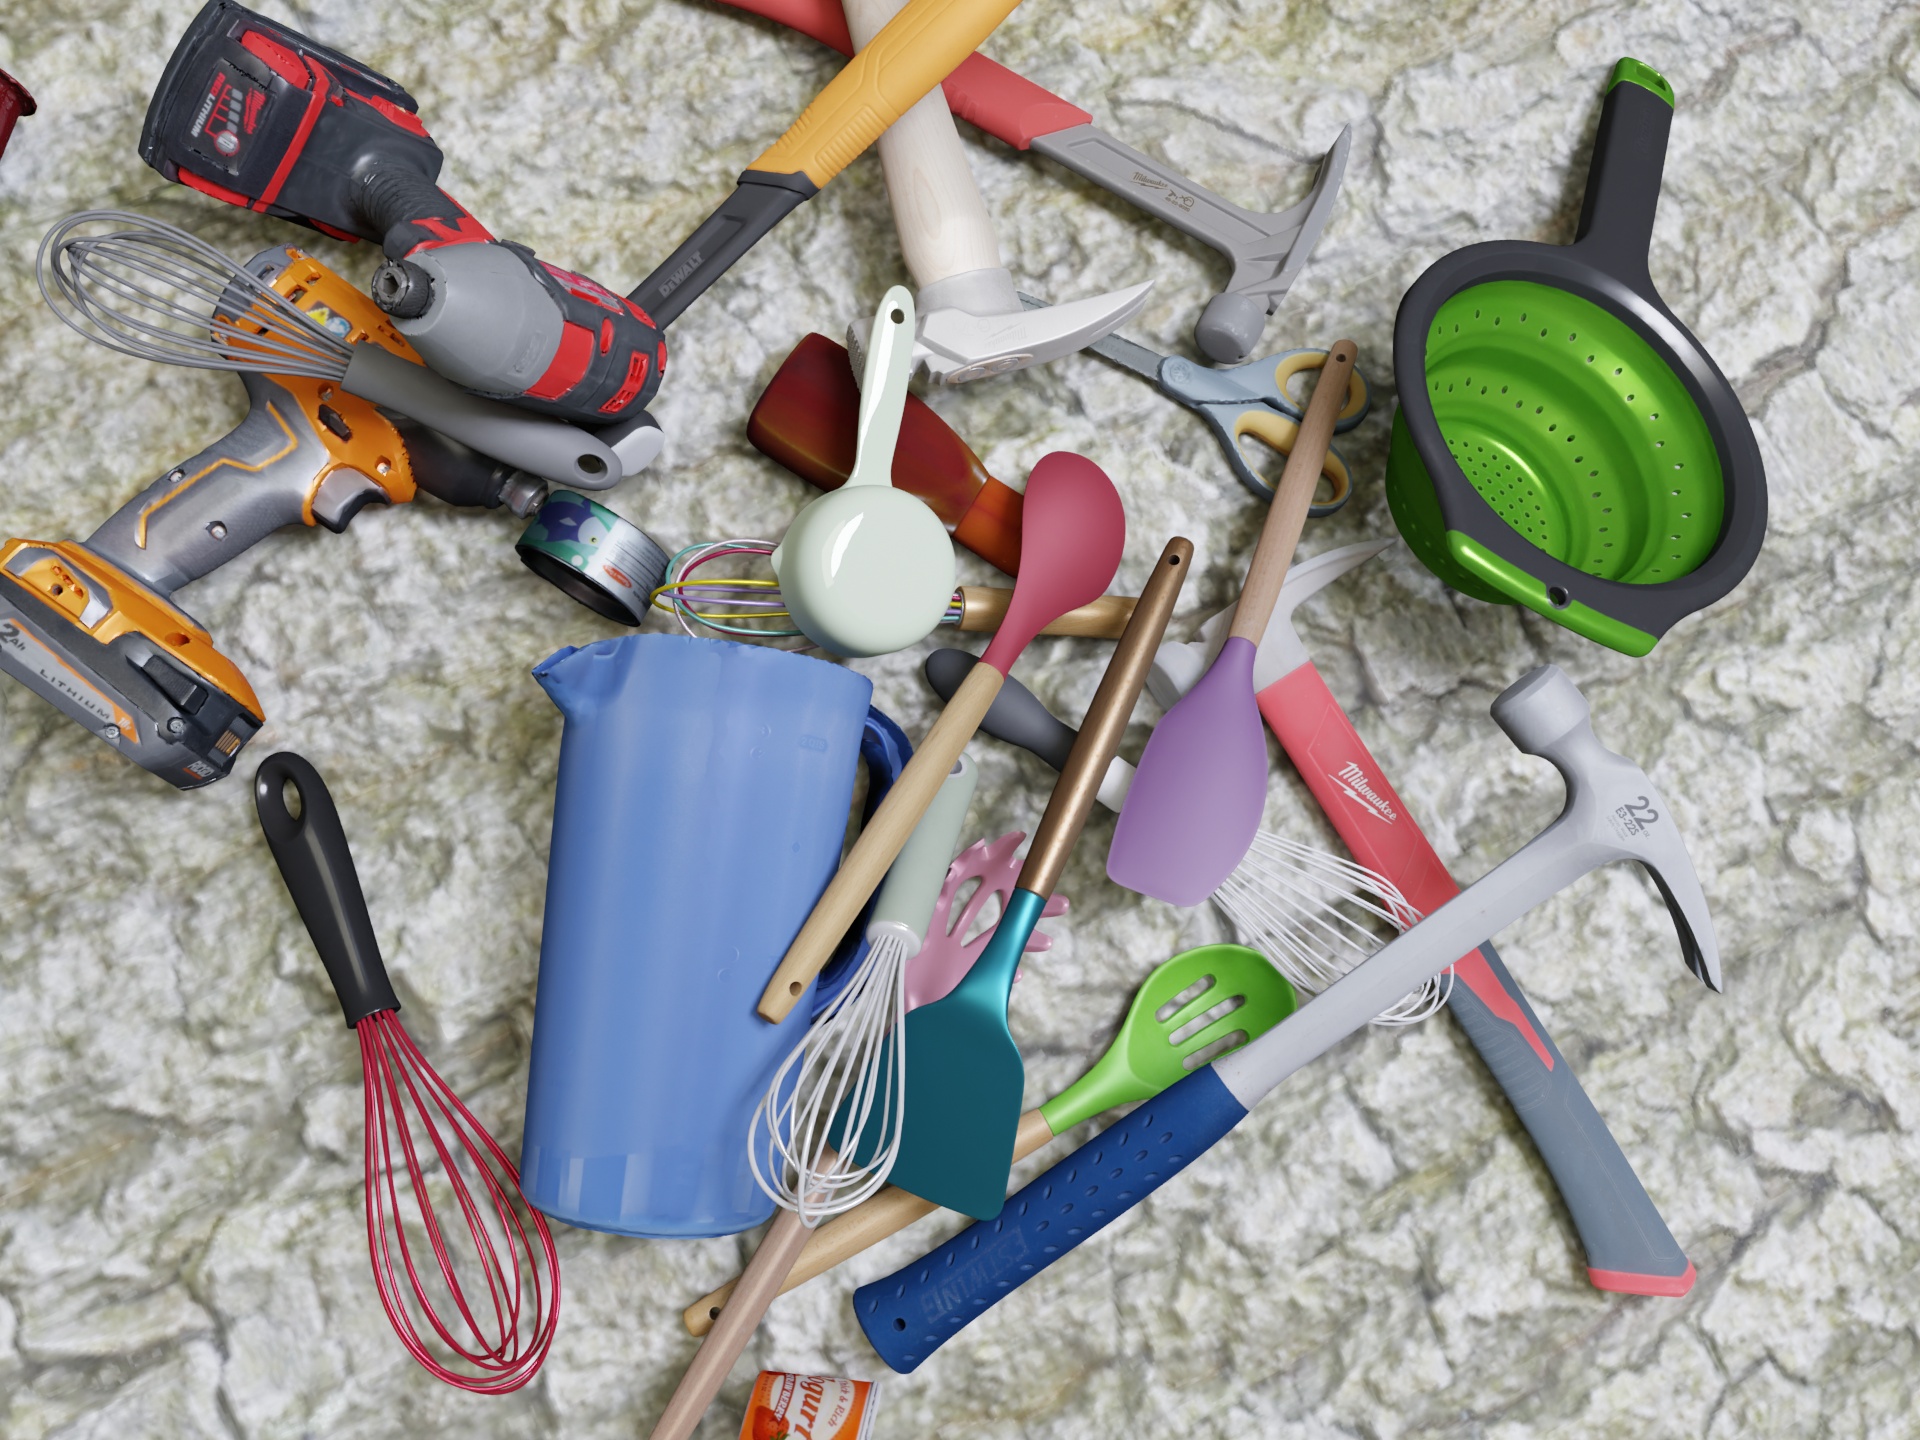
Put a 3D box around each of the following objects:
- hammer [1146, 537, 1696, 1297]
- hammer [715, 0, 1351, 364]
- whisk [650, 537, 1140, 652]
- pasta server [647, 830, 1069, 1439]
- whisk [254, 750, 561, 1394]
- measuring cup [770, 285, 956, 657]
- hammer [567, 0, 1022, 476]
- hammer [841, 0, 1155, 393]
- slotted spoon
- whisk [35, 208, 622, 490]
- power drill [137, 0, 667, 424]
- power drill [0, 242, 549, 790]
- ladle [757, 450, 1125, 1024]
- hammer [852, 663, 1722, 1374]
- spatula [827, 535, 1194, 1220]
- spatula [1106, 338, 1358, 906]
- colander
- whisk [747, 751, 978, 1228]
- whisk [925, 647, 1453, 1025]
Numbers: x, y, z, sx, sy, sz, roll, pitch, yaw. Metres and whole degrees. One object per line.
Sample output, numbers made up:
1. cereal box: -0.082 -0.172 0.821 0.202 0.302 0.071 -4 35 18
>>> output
1. hammer: 0.249 0.098 0.774 0.143 0.038 0.386 -31 86 -13
2. hammer: 0.020 -0.324 0.810 0.359 0.036 0.149 28 71 -1
3. whisk: -0.023 -0.054 0.751 0.245 0.047 0.051 2 47 -19
4. pasta server: -0.049 0.187 0.704 0.060 0.040 0.316 37 72 -15
5. whisk: -0.246 0.146 0.687 0.073 0.073 0.296 -23 78 -11
6. measuring cup: -0.032 -0.110 0.696 0.083 0.038 0.167 8 90 -23
7. hammer: -0.068 -0.262 0.712 0.337 0.034 0.127 -38 75 13
8. hammer: -0.035 -0.360 0.768 0.146 0.038 0.411 -16 82 -9
9. slotted spoon: 0.016 0.195 0.730 0.314 0.031 0.070 -28 85 -10
10. whisk: -0.255 -0.146 0.667 0.238 0.055 0.055 20 78 -23
11. power drill: -0.238 -0.209 0.676 0.220 0.143 0.078 40 106 19
12. power drill: -0.303 -0.083 0.706 0.164 0.084 0.226 35 74 -2
13. ladle: -0.001 -0.002 0.695 0.069 0.031 0.315 47 60 -28
14. hammer: 0.127 0.155 0.676 0.405 0.035 0.144 -38 87 9
15. spatula: 0.040 0.056 0.707 0.082 0.044 0.318 22 73 12
16. spatula: 0.142 -0.056 0.751 0.060 0.018 0.316 18 67 10
17. colander: 0.304 -0.189 0.814 0.204 0.094 0.397 27 60 -8
18. whisk: -0.030 0.099 0.665 0.058 0.059 0.246 8 43 12
19. whisk: 0.100 0.047 0.737 0.285 0.070 0.070 35 77 12
